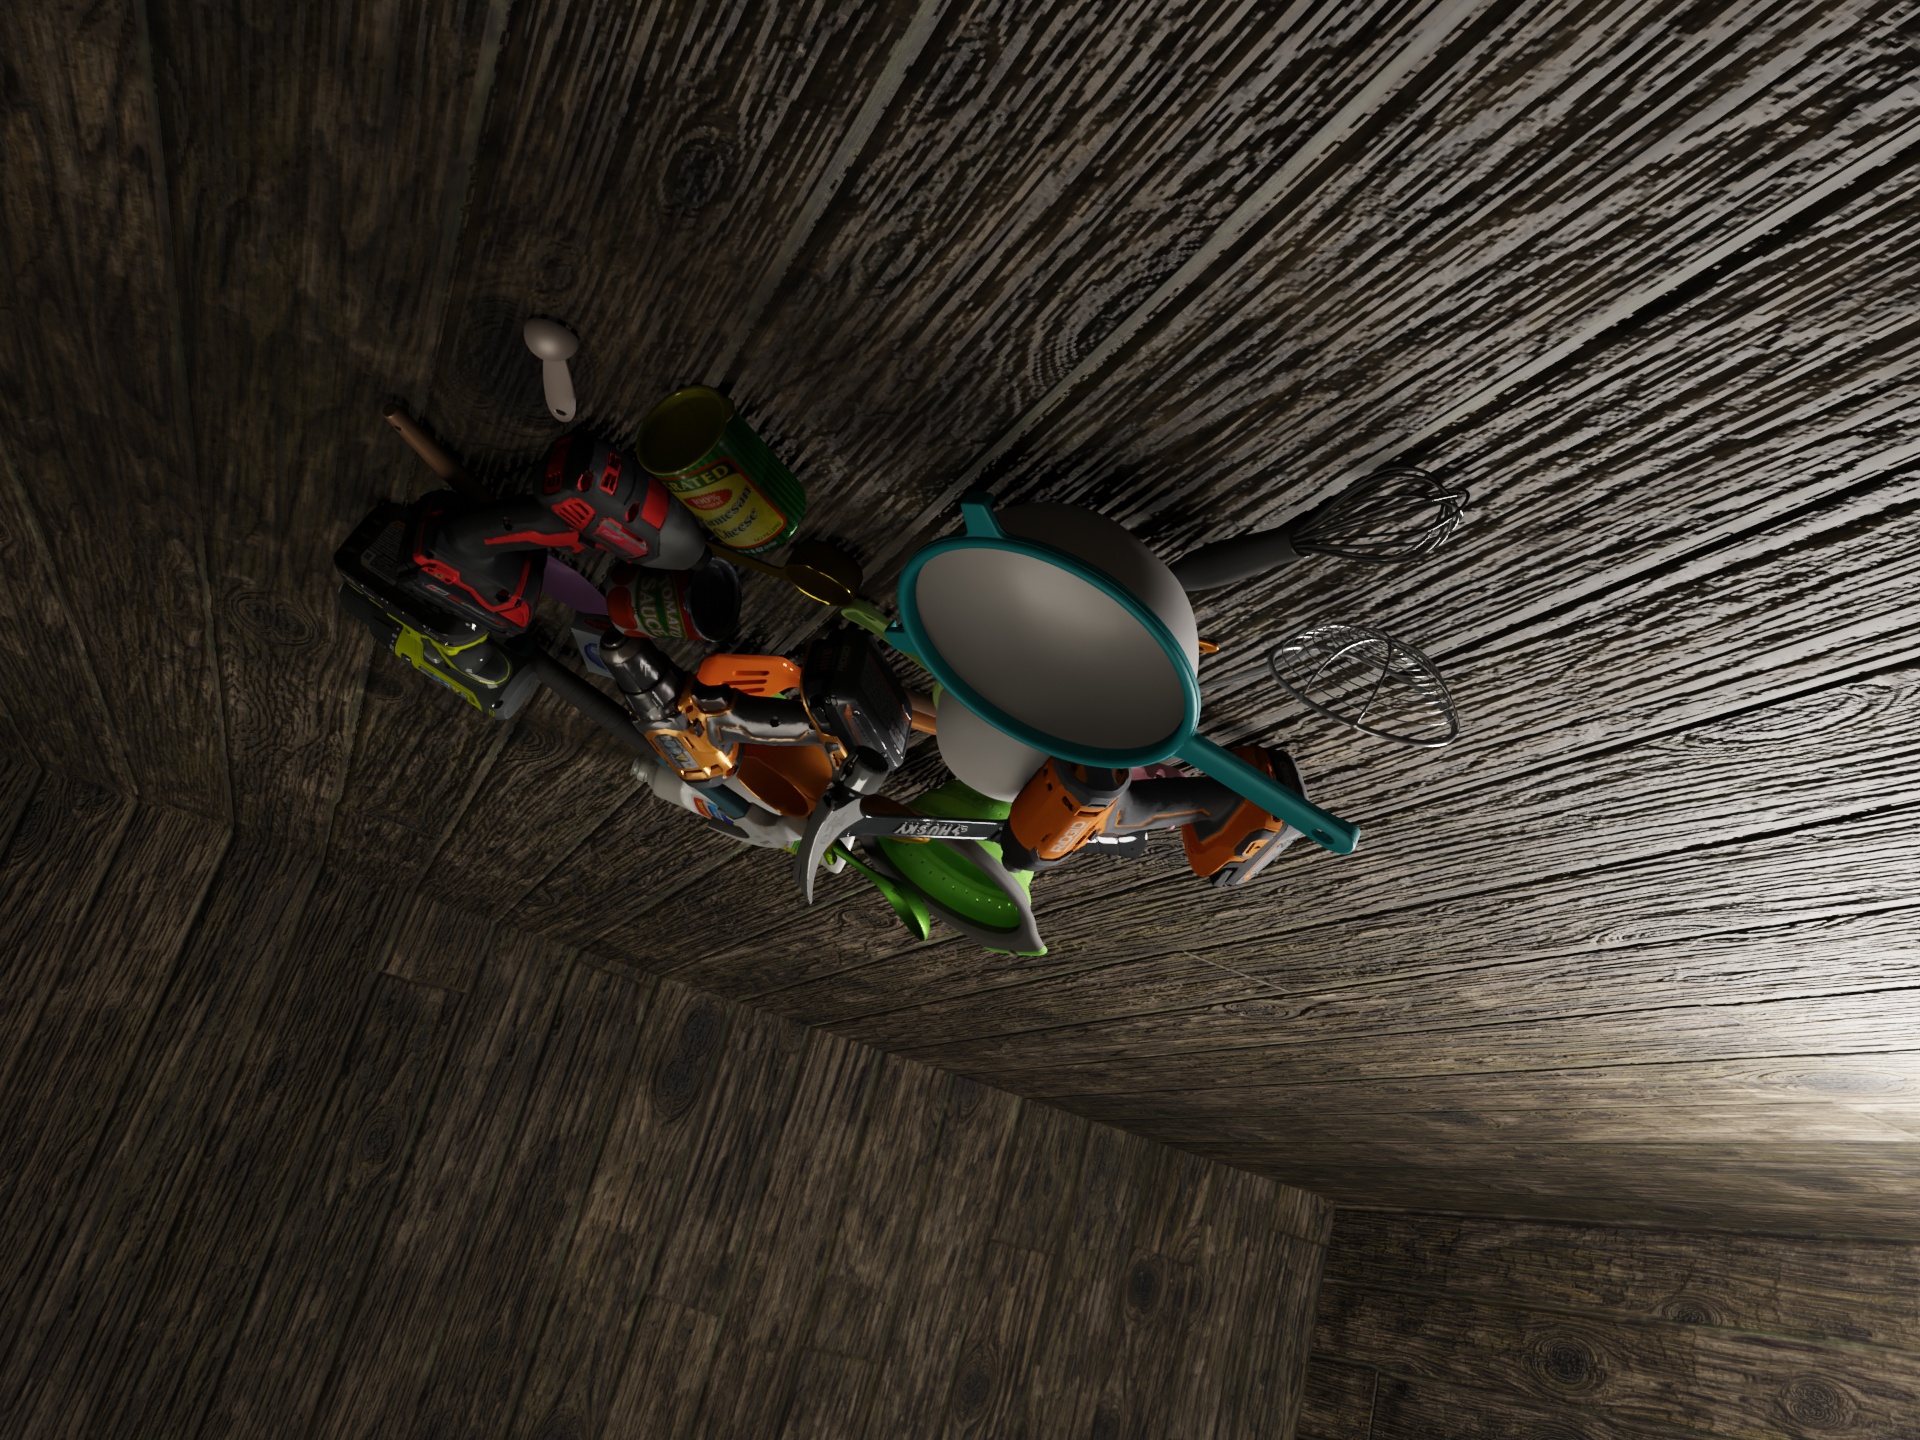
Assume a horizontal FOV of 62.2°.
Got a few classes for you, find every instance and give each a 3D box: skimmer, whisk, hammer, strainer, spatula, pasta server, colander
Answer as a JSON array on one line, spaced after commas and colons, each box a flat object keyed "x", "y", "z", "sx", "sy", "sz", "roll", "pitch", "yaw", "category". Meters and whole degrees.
[{"x": 0.197, "y": -0.001, "z": 1.138, "sx": 0.127, "sy": 0.090, "sz": 0.363, "roll": 3, "pitch": 170, "yaw": -29, "category": "skimmer"}, {"x": 0.200, "y": -0.104, "z": 0.941, "sx": 0.055, "sy": 0.055, "sz": 0.239, "roll": 27, "pitch": 161, "yaw": -27, "category": "whisk"}, {"x": 0.027, "y": 0.102, "z": 1.410, "sx": 0.408, "sy": 0.036, "sz": 0.149, "roll": 7, "pitch": 125, "yaw": -44, "category": "hammer"}, {"x": 0.125, "y": -0.036, "z": 1.032, "sx": 0.340, "sy": 0.095, "sz": 0.211, "roll": 32, "pitch": 151, "yaw": -3, "category": "strainer"}, {"x": -0.301, "y": 0.022, "z": 1.541, "sx": 0.330, "sy": 0.033, "sz": 0.128, "roll": 38, "pitch": 155, "yaw": -18, "category": "hammer"}, {"x": -0.073, "y": -0.003, "z": 1.403, "sx": 0.322, "sy": 0.041, "sz": 0.081, "roll": 17, "pitch": 143, "yaw": -7, "category": "spatula"}, {"x": -0.002, "y": -0.004, "z": 1.270, "sx": 0.256, "sy": 0.069, "sz": 0.151, "roll": 35, "pitch": 153, "yaw": -25, "category": "strainer"}, {"x": -0.361, "y": -0.155, "z": 1.252, "sx": 0.060, "sy": 0.018, "sz": 0.315, "roll": 7, "pitch": 159, "yaw": 18, "category": "spatula"}, {"x": 0.061, "y": 0.022, "z": 1.378, "sx": 0.316, "sy": 0.040, "sz": 0.060, "roll": 18, "pitch": 147, "yaw": -4, "category": "pasta server"}, {"x": -0.046, "y": 0.071, "z": 1.537, "sx": 0.396, "sy": 0.094, "sz": 0.204, "roll": 46, "pitch": 153, "yaw": -22, "category": "colander"}]

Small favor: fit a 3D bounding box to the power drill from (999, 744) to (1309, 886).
[{"x": 0.146, "y": 0.080, "z": 1.276, "sx": 0.226, "sy": 0.084, "sz": 0.164, "roll": 5, "pitch": 146, "yaw": -24, "category": "power drill"}]

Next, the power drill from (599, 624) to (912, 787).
[{"x": -0.174, "y": -0.021, "z": 1.316, "sx": 0.226, "sy": 0.084, "sz": 0.185, "roll": -5, "pitch": 141, "yaw": 21, "category": "power drill"}]

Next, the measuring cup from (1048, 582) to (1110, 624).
[{"x": 0.070, "y": -0.078, "z": 1.131, "sx": 0.083, "sy": 0.038, "sz": 0.167, "roll": 25, "pitch": 141, "yaw": -20, "category": "measuring cup"}]

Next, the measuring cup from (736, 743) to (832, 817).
[{"x": -0.125, "y": 0.054, "z": 1.433, "sx": 0.174, "sy": 0.052, "sz": 0.095, "roll": 19, "pitch": 150, "yaw": 25, "category": "measuring cup"}]

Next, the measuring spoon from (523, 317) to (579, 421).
[{"x": -0.260, "y": -0.217, "z": 1.018, "sx": 0.034, "sy": 0.018, "sz": 0.124, "roll": 17, "pitch": 160, "yaw": -4, "category": "measuring spoon"}]

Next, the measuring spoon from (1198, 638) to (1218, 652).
[{"x": 0.132, "y": -0.055, "z": 1.163, "sx": 0.117, "sy": 0.011, "sz": 0.021, "roll": 6, "pitch": 157, "yaw": 25, "category": "measuring spoon"}]

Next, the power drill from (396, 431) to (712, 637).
[{"x": -0.294, "y": -0.132, "z": 1.162, "sx": 0.220, "sy": 0.079, "sz": 0.143, "roll": -12, "pitch": 151, "yaw": 35, "category": "power drill"}]

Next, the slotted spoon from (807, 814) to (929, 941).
[{"x": -0.144, "y": 0.106, "z": 1.589, "sx": 0.314, "sy": 0.031, "sz": 0.070, "roll": 41, "pitch": 160, "yaw": 5, "category": "slotted spoon"}]

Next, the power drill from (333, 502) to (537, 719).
[{"x": -0.466, "y": -0.097, "z": 1.379, "sx": 0.190, "sy": 0.080, "sz": 0.228, "roll": 33, "pitch": 160, "yaw": 0, "category": "power drill"}]

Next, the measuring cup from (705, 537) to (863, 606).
[{"x": -0.141, "y": -0.125, "z": 1.177, "sx": 0.156, "sy": 0.029, "sz": 0.062, "roll": 21, "pitch": 162, "yaw": 22, "category": "measuring cup"}]
